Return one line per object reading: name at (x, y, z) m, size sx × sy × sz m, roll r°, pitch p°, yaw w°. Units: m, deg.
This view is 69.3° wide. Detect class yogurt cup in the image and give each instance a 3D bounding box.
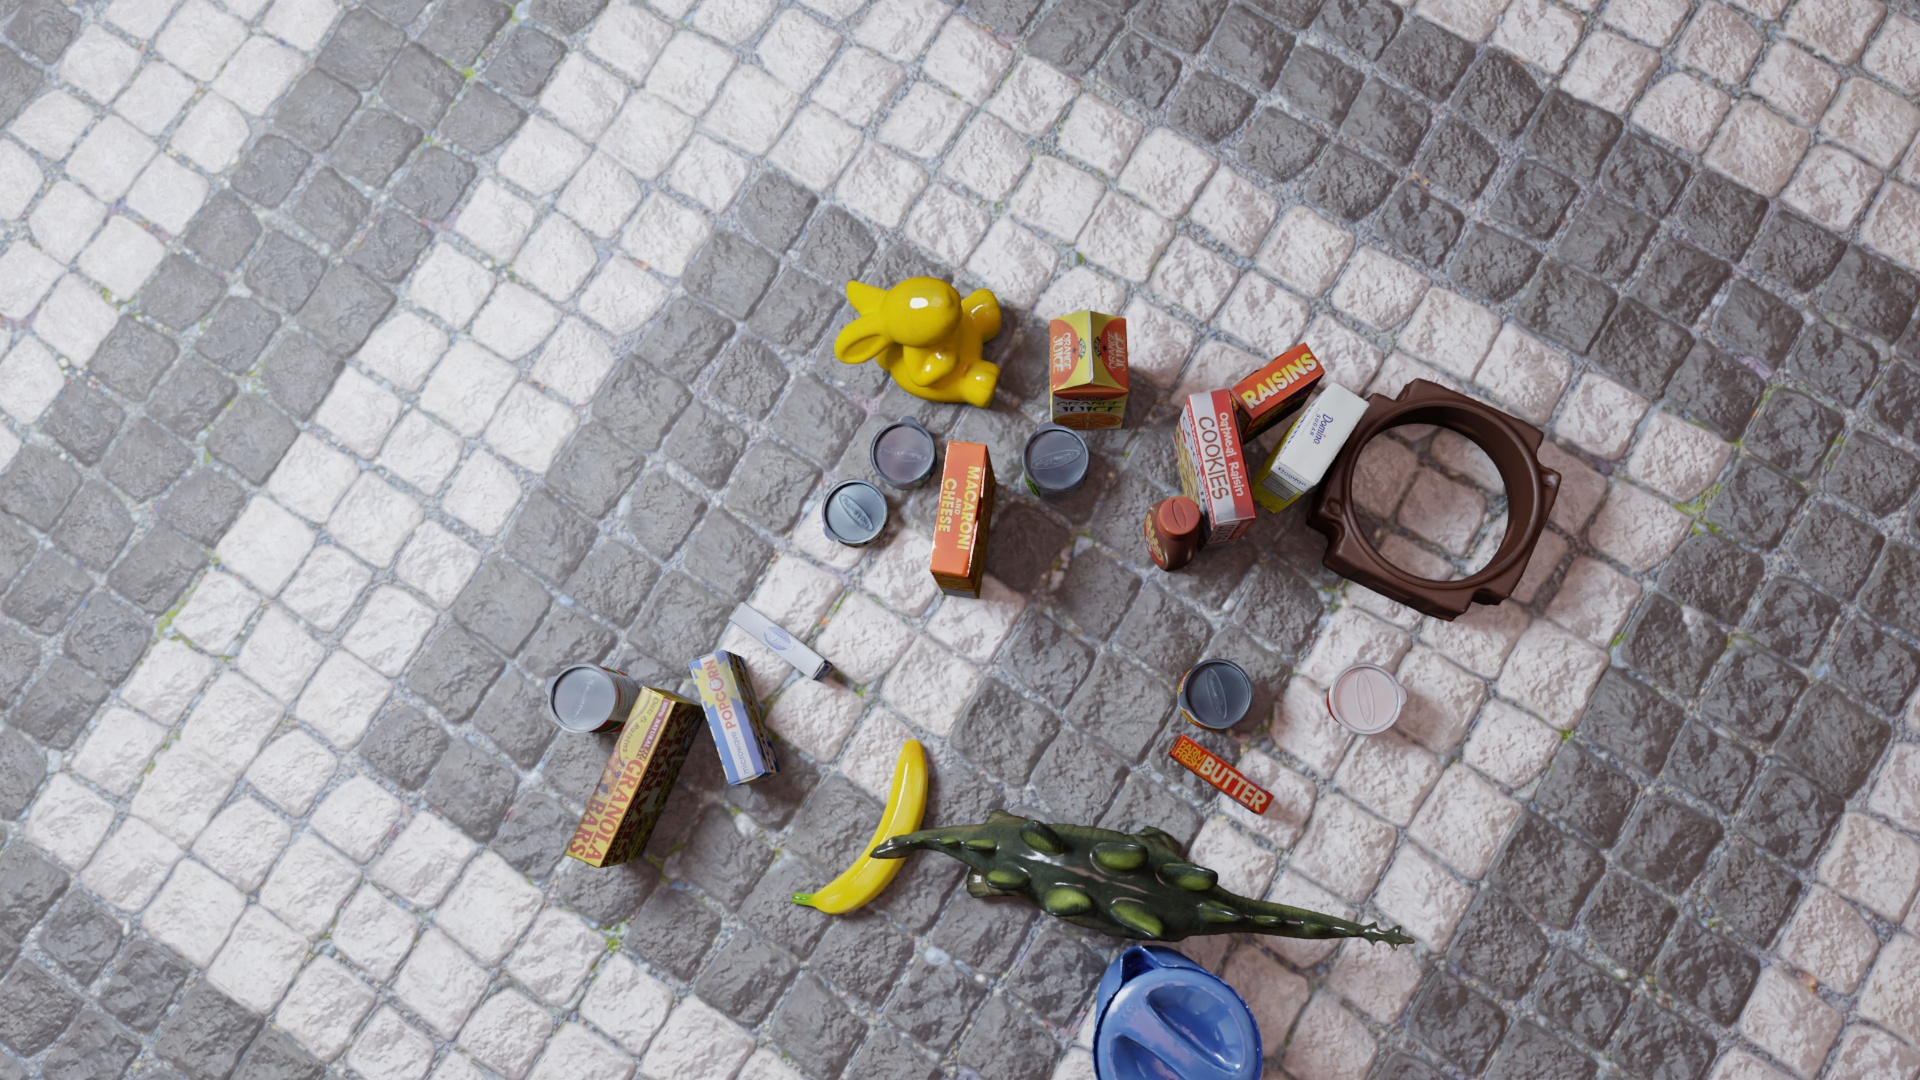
yogurt cup at (0.382, 0.152, 1.325) m, size 0.072 × 0.054 × 0.072 m, roll -1°, pitch 80°, yaw 3°

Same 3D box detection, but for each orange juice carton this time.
orange juice carton at (0.122, -0.162, 1.325) m, size 0.073 × 0.192 × 0.072 m, roll -1°, pitch 81°, yaw 4°

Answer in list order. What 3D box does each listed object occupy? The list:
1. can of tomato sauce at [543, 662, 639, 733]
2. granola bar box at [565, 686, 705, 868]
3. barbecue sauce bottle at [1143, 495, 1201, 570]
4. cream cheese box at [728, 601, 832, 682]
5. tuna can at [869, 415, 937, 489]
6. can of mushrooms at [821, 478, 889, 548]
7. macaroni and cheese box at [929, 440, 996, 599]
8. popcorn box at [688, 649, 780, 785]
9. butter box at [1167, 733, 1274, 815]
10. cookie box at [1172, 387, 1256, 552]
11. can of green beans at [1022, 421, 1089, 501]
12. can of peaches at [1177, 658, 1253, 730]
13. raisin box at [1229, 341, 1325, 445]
can of tomato sauce at (-0.358, 0.155, 1.355) m, size 0.071 × 0.083 × 0.071 m, roll -1°, pitch 80°, yaw 4°
granola bar box at (-0.303, 0.224, 1.318) m, size 0.039 × 0.124 × 0.165 m, roll 22°, pitch 82°, yaw 7°
barbecue sauce bottle at (0.202, -0.012, 1.316) m, size 0.044 × 0.148 × 0.065 m, roll -17°, pitch 80°, yaw 1°
cream cheese box at (-0.176, 0.100, 1.368) m, size 0.104 × 0.053 × 0.024 m, roll 35°, pitch 84°, yaw 9°
tuna can at (-0.057, -0.088, 1.404) m, size 0.071 × 0.033 × 0.071 m, roll -1°, pitch 80°, yaw 3°
can of mushrooms at (-0.107, -0.025, 1.396) m, size 0.071 × 0.033 × 0.071 m, roll -1°, pitch 80°, yaw 3°
macaroni and cheese box at (0.005, -0.017, 1.320) m, size 0.040 × 0.166 × 0.124 m, roll 7°, pitch 81°, yaw 5°
popcorn box at (-0.217, 0.172, 1.342) m, size 0.038 × 0.085 × 0.127 m, roll -21°, pitch 80°, yaw 0°
butter box at (0.246, 0.223, 1.321) m, size 0.103 × 0.053 × 0.024 m, roll 34°, pitch 84°, yaw 8°
cookie box at (0.239, -0.063, 1.313) m, size 0.040 × 0.167 × 0.123 m, roll -11°, pitch 80°, yaw 2°
can of green beans at (0.095, -0.075, 1.380) m, size 0.071 × 0.057 × 0.071 m, roll -1°, pitch 80°, yaw 3°
can of peaches at (0.241, 0.148, 1.332) m, size 0.071 × 0.058 × 0.071 m, roll -1°, pitch 80°, yaw 3°
raisin box at (0.298, -0.139, 1.346) m, size 0.086 × 0.123 × 0.040 m, roll -32°, pitch 80°, yaw -2°
